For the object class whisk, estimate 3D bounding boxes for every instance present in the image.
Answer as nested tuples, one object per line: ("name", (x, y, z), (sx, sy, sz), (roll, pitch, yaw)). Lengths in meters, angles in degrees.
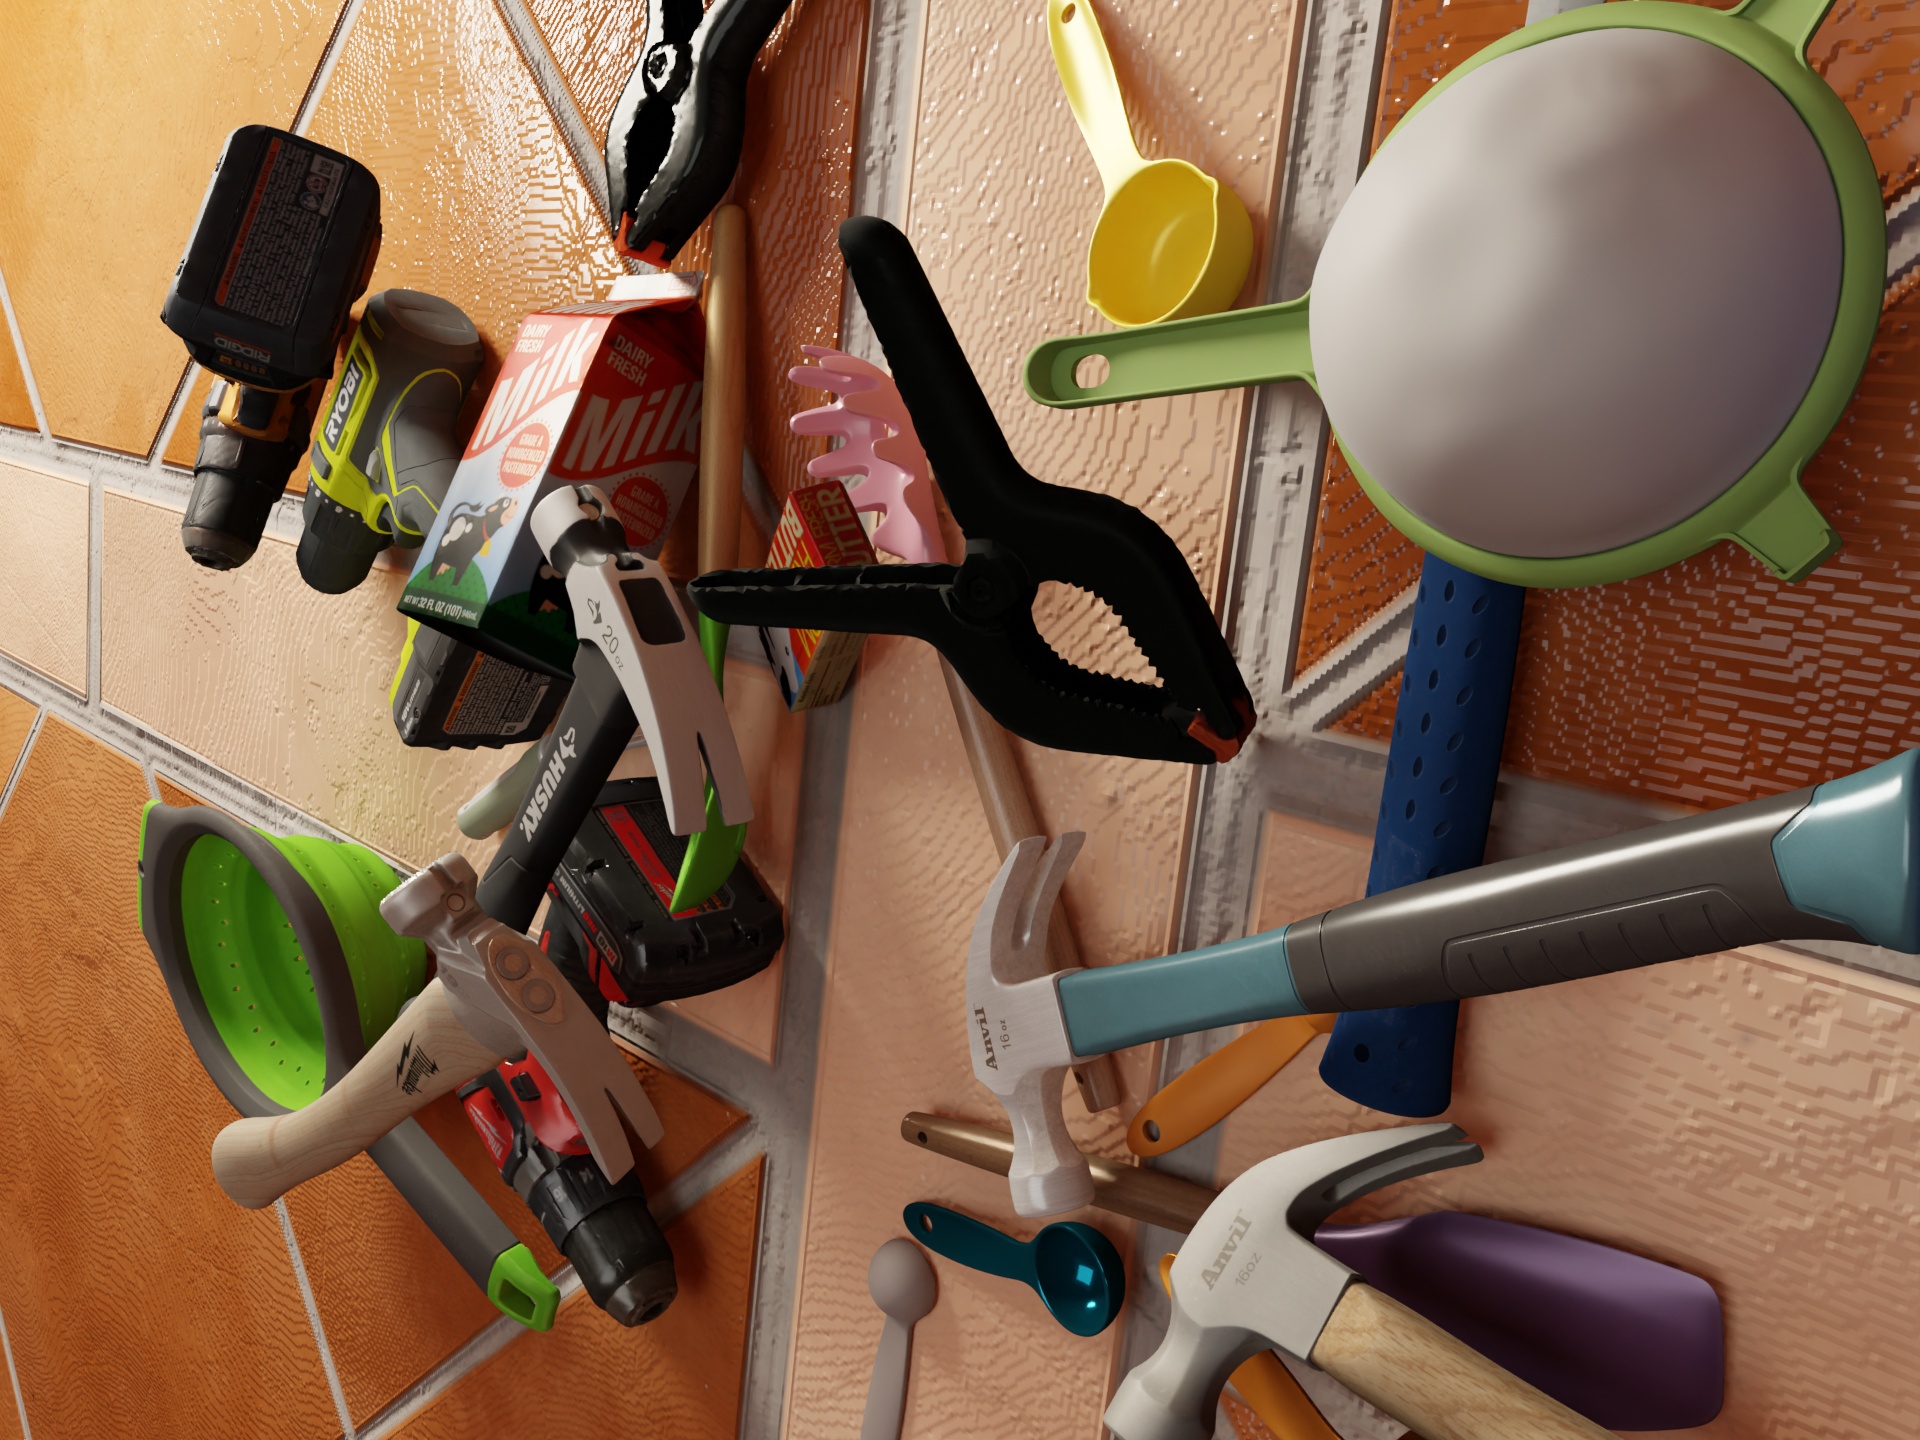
("whisk", (-0.198, 0.014, 0.799), (0.059, 0.058, 0.246), (51, 135, -8))

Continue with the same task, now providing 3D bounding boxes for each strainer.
("strainer", (0.104, -0.111, 0.438), (0.256, 0.069, 0.151), (3, 95, 42))

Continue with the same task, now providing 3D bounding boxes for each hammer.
("hammer", (0.159, -0.080, 0.460), (0.144, 0.035, 0.405), (15, 104, 42))
("hammer", (-0.186, 0.068, 0.686), (0.146, 0.035, 0.334), (57, 133, 24))
("hammer", (0.192, 0.209, 0.394), (0.331, 0.031, 0.130), (22, 76, 42))
("hammer", (0.114, 0.071, 0.466), (0.331, 0.033, 0.128), (-24, 76, 47))
("hammer", (-0.283, 0.193, 0.772), (0.146, 0.038, 0.410), (53, 135, -3))

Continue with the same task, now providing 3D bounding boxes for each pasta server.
("pasta server", (-0.001, -0.002, 0.616), (0.060, 0.040, 0.316), (-42, 64, 65))

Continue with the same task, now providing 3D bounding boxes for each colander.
("colander", (-0.325, 0.181, 0.902), (0.397, 0.094, 0.204), (37, 125, 26))

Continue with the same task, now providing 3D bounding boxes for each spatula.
("spatula", (0.096, 0.176, 0.550), (0.316, 0.018, 0.060), (4, 100, 42))

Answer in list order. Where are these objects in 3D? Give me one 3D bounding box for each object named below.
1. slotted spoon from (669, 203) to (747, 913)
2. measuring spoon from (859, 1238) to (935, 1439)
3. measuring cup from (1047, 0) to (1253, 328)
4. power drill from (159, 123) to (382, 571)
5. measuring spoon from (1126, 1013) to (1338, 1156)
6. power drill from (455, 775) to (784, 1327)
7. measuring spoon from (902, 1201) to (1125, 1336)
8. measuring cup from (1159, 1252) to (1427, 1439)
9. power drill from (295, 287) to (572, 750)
("slotted spoon", (-0.105, -0.074, 0.693), (0.070, 0.031, 0.314), (154, 117, -76))
("measuring spoon", (-0.035, 0.281, 0.681), (0.034, 0.018, 0.124), (20, 107, 41))
("measuring cup", (0.062, -0.200, 0.558), (0.062, 0.029, 0.157), (-36, 57, 39))
("power drill", (-0.381, -0.191, 0.864), (0.226, 0.084, 0.185), (-24, 52, 63))
("measuring spoon", (0.093, 0.124, 0.553), (0.117, 0.011, 0.021), (-47, 62, 35))
("power drill", (-0.166, 0.160, 0.760), (0.188, 0.080, 0.226), (49, 126, 30))
("measuring spoon", (0.021, 0.207, 0.629), (0.129, 0.021, 0.042), (-2, 95, 53))
("measuring cup", (0.134, 0.228, 0.496), (0.174, 0.052, 0.095), (44, 121, 34))
("power drill", (-0.289, -0.093, 0.857), (0.229, 0.080, 0.190), (54, 125, 30))
